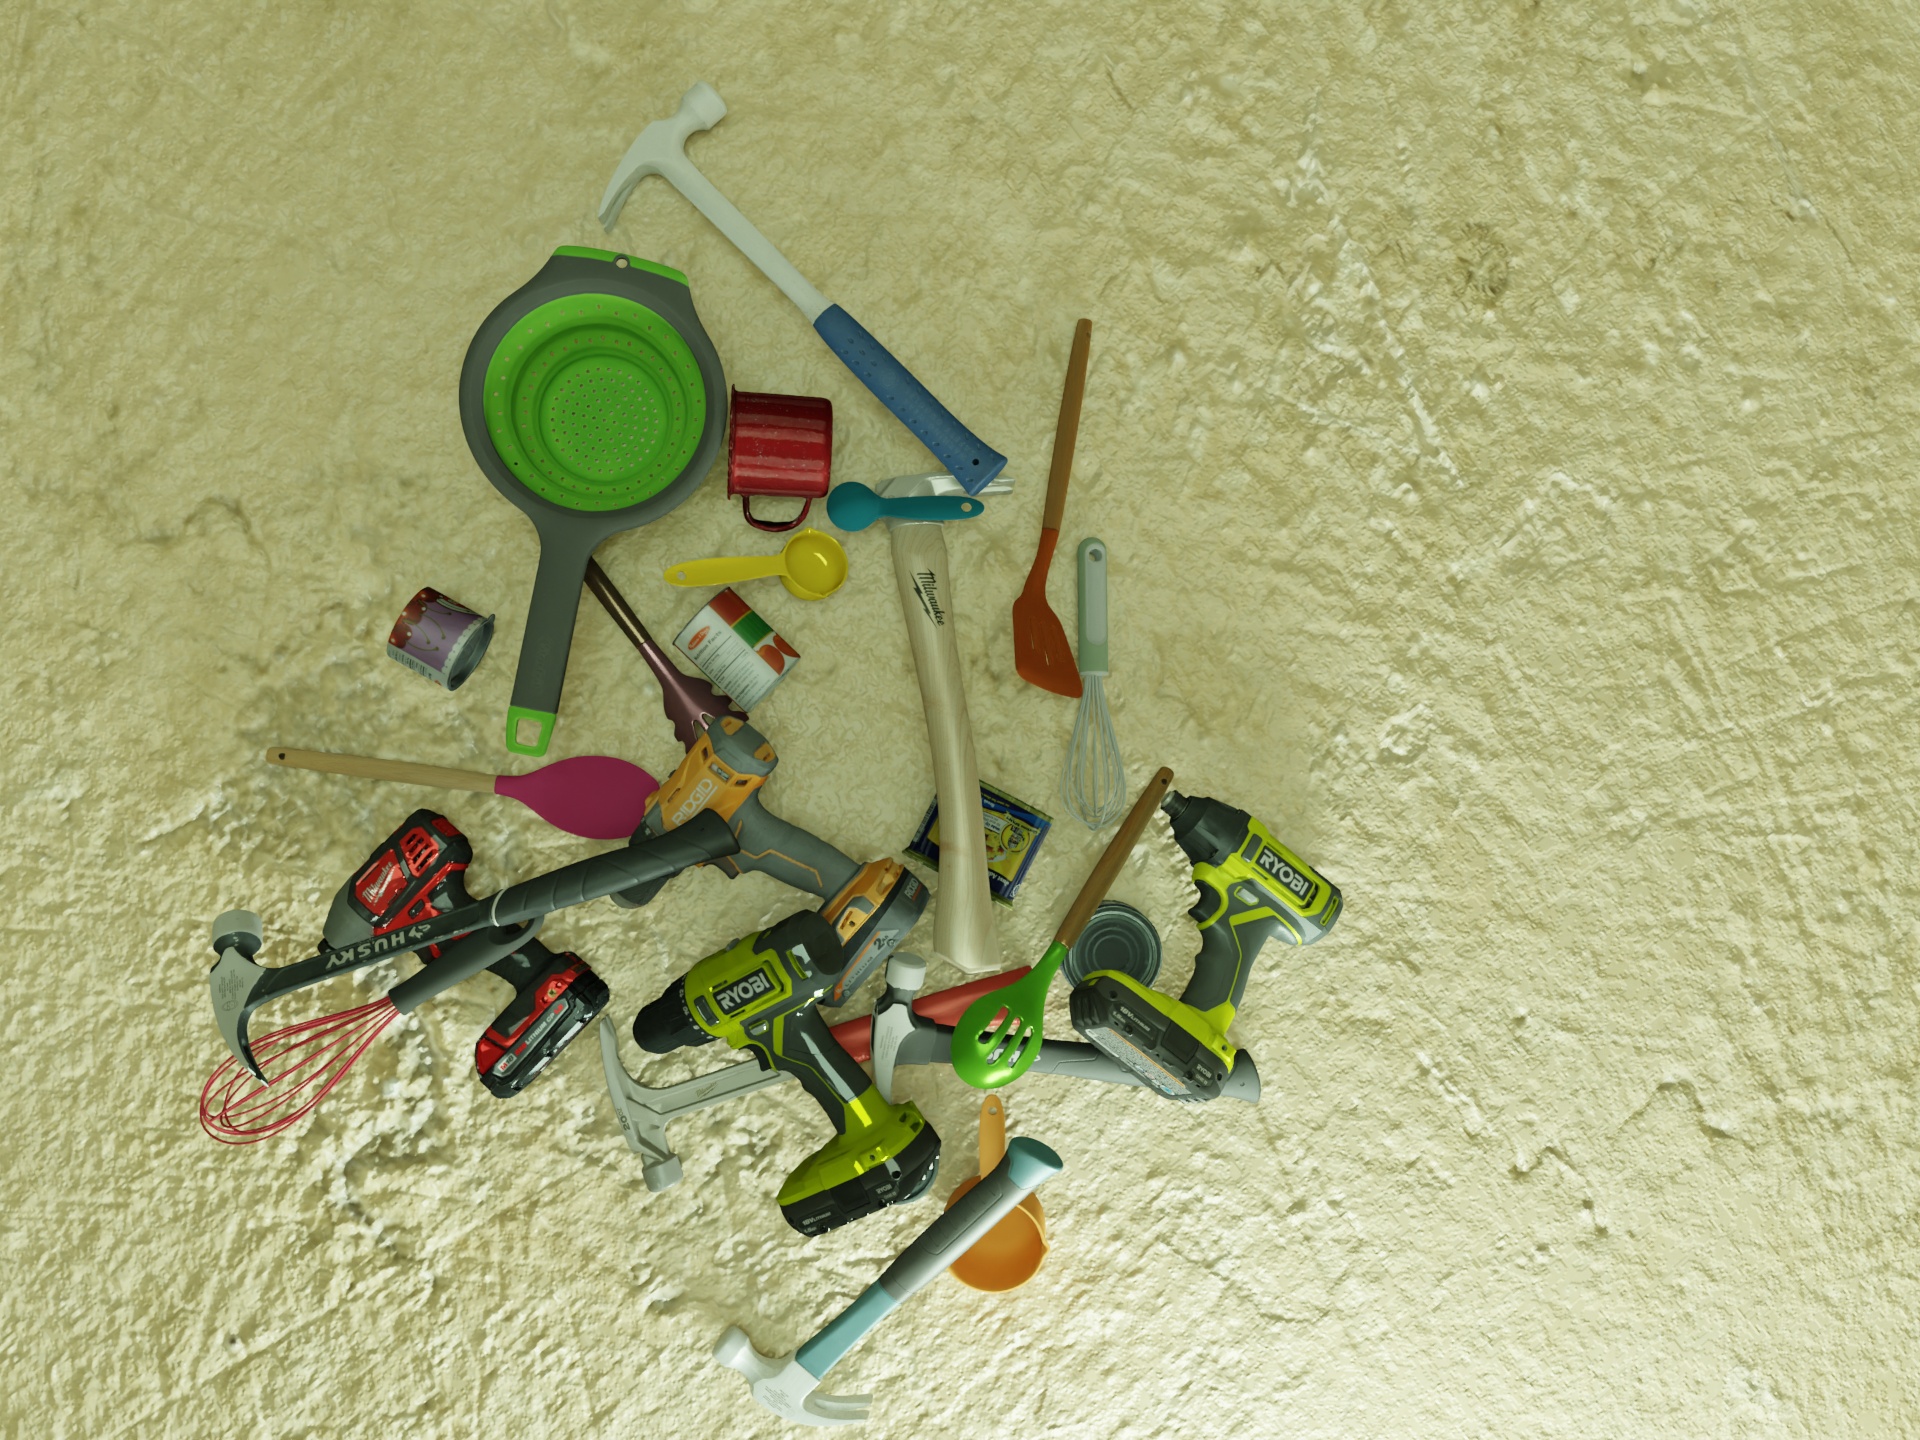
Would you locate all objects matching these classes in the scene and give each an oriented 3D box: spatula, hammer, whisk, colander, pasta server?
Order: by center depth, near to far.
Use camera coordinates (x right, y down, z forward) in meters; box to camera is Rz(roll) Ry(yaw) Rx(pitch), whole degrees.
[{"bbox_3d":[-0.365,0.150,1.202,0.409,0.036,0.149,-18,51,-3],"label":"hammer"},{"bbox_3d":[-0.448,0.226,1.215,0.296,0.073,0.073,-33,92,-8],"label":"whisk"},{"bbox_3d":[-0.305,-0.168,1.272,0.204,0.094,0.397,11,89,-7],"label":"colander"},{"bbox_3d":[-0.047,0.446,1.274,0.128,0.033,0.331,43,104,-5],"label":"hammer"},{"bbox_3d":[-0.002,-0.004,1.279,0.146,0.038,0.411,-7,78,-4],"label":"hammer"},{"bbox_3d":[-0.123,-0.335,1.299,0.144,0.035,0.405,-45,87,-2],"label":"hammer"},{"bbox_3d":[0.089,0.282,1.302,0.334,0.035,0.146,9,101,-12],"label":"hammer"},{"bbox_3d":[0.085,-0.180,1.310,0.081,0.041,0.323,18,78,-43],"label":"spatula"},{"bbox_3d":[-0.111,0.263,1.312,0.359,0.037,0.149,-18,91,-3],"label":"hammer"},{"bbox_3d":[-0.275,-0.084,1.312,0.060,0.040,0.316,-37,88,-3],"label":"pasta server"},{"bbox_3d":[0.111,-0.031,1.323,0.057,0.059,0.246,1,85,-15],"label":"whisk"}]

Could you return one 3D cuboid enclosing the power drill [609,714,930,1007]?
[{"bbox_3d":[-0.162,0.131,1.281,0.226,0.084,0.185,40,107,-2],"label":"power drill"}]

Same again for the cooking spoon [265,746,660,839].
[{"bbox_3d":[-0.407,0.049,1.305,0.319,0.017,0.069,8,88,-4],"label":"cooking spoon"}]

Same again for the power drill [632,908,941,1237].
[{"bbox_3d":[-0.137,0.279,1.239,0.190,0.080,0.228,-30,94,24],"label":"power drill"}]

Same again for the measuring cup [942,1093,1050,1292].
[{"bbox_3d":[0.027,0.375,1.294,0.095,0.052,0.173,1,102,5],"label":"measuring cup"}]

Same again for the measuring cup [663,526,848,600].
[{"bbox_3d":[-0.167,-0.120,1.289,0.156,0.029,0.062,-8,78,-26],"label":"measuring cup"}]

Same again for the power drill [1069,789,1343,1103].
[{"bbox_3d":[0.191,0.178,1.284,0.171,0.080,0.223,38,66,-6],"label":"power drill"}]

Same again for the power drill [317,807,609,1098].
[{"bbox_3d":[-0.403,0.192,1.278,0.219,0.078,0.143,44,87,1],"label":"power drill"}]

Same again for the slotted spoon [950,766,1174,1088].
[{"bbox_3d":[0.092,0.159,1.281,0.070,0.031,0.314,40,67,-12],"label":"slotted spoon"}]

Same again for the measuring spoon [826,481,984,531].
[{"bbox_3d":[-0.044,-0.175,1.285,0.128,0.021,0.042,0,78,-3],"label":"measuring spoon"}]
